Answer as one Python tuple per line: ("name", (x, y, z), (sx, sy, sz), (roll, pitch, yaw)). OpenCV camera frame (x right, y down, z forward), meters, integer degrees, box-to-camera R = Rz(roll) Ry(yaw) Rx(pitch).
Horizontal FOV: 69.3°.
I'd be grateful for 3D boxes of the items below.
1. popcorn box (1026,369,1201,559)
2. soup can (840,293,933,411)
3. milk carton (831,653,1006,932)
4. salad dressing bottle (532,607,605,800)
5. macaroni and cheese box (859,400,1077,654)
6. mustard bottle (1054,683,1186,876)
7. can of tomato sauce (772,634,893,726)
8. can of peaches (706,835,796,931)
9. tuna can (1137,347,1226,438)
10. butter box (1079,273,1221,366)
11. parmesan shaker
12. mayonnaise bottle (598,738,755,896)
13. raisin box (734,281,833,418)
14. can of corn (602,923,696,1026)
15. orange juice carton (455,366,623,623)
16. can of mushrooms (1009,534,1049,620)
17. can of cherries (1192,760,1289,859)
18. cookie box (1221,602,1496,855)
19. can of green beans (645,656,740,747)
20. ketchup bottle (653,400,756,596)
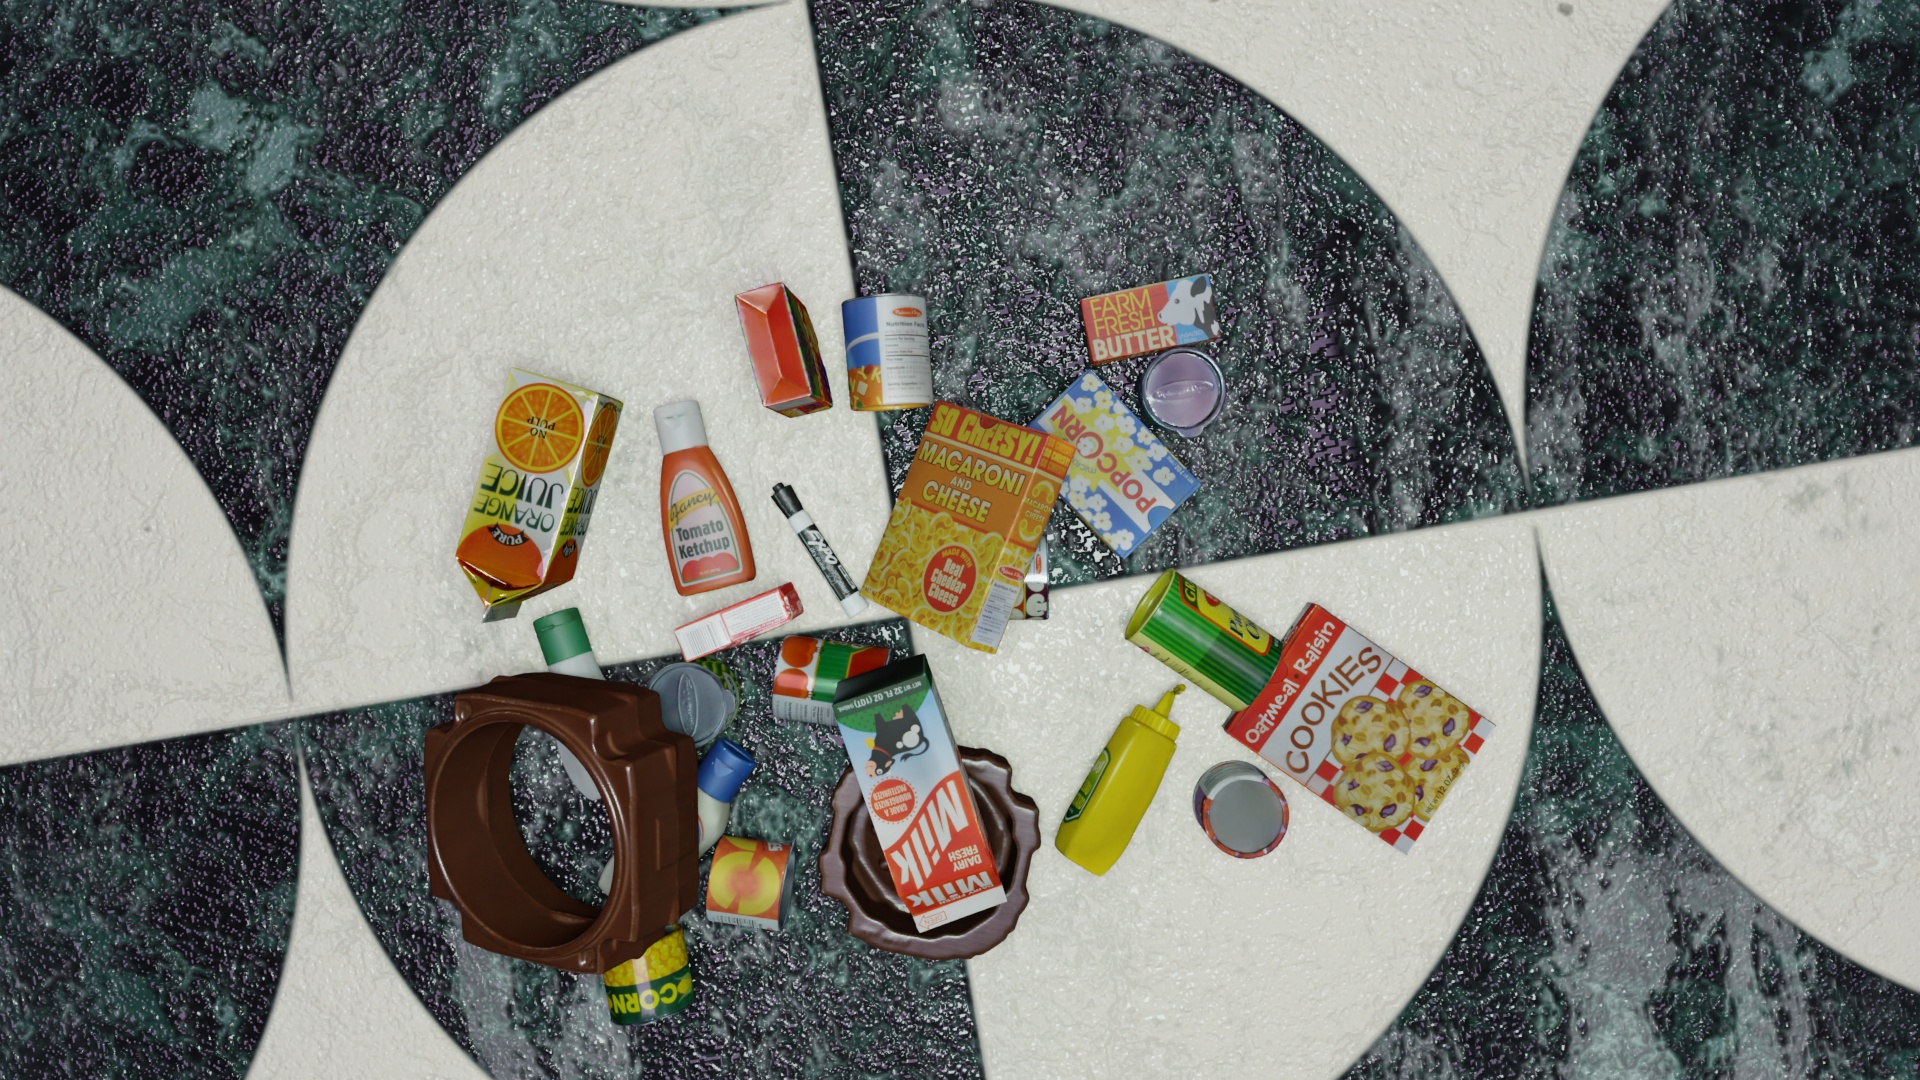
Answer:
("popcorn box", (0.112, -0.060, 1.085), (0.085, 0.038, 0.127), (-44, 89, 0))
("soup can", (-0.058, -0.144, 1.076), (0.071, 0.071, 0.083), (-4, 91, 1))
("milk carton", (-0.028, 0.187, 1.009), (0.072, 0.073, 0.190), (-19, 96, 0))
("salad dressing bottle", (-0.294, 0.127, 1.089), (0.064, 0.044, 0.147), (-20, 88, 12))
("macaroni and cheese box", (0.004, -0.013, 1.051), (0.124, 0.040, 0.166), (22, 90, 43))
("mustard bottle", (0.129, 0.178, 1.074), (0.049, 0.065, 0.160), (30, 85, -4))
("can of tomato sauce", (-0.098, 0.108, 1.075), (0.083, 0.071, 0.071), (8, 90, 2))
("can of peaches", (-0.161, 0.262, 1.075), (0.058, 0.071, 0.071), (7, 90, 2))
("tuna can", (0.173, -0.114, 1.086), (0.071, 0.033, 0.071), (0, 90, 1))
("butter box", (0.148, -0.173, 1.092), (0.103, 0.024, 0.053), (-12, 89, 1))
("parmesan shaker", (0.187, 0.076, 1.070), (0.103, 0.071, 0.071), (33, 91, -3))
("mayonnaise bottle", (-0.217, 0.224, 1.088), (0.065, 0.041, 0.148), (35, 91, 5))
("raisin box", (-0.131, -0.141, 1.047), (0.040, 0.123, 0.086), (-15, 90, 2))
("can of corn", (-0.243, 0.335, 1.073), (0.071, 0.071, 0.058), (-11, 89, 1))
("orange juice carton", (-0.330, -0.030, 1.076), (0.073, 0.072, 0.192), (16, 90, 2))
("can of mushrooms", (0.051, 0.030, 1.073), (0.033, 0.071, 0.071), (-1, 90, 1))
("can of cherries", (0.217, 0.209, 1.072), (0.071, 0.058, 0.071), (0, 90, 1))
("cookie box", (0.307, 0.144, 1.079), (0.167, 0.040, 0.123), (35, 91, 1))
("can of green beans", (-0.208, 0.125, 1.080), (0.071, 0.058, 0.071), (0, 90, 1))
("ketchup bottle", (-0.206, -0.034, 1.088), (0.065, 0.043, 0.148), (-13, 89, 1))
